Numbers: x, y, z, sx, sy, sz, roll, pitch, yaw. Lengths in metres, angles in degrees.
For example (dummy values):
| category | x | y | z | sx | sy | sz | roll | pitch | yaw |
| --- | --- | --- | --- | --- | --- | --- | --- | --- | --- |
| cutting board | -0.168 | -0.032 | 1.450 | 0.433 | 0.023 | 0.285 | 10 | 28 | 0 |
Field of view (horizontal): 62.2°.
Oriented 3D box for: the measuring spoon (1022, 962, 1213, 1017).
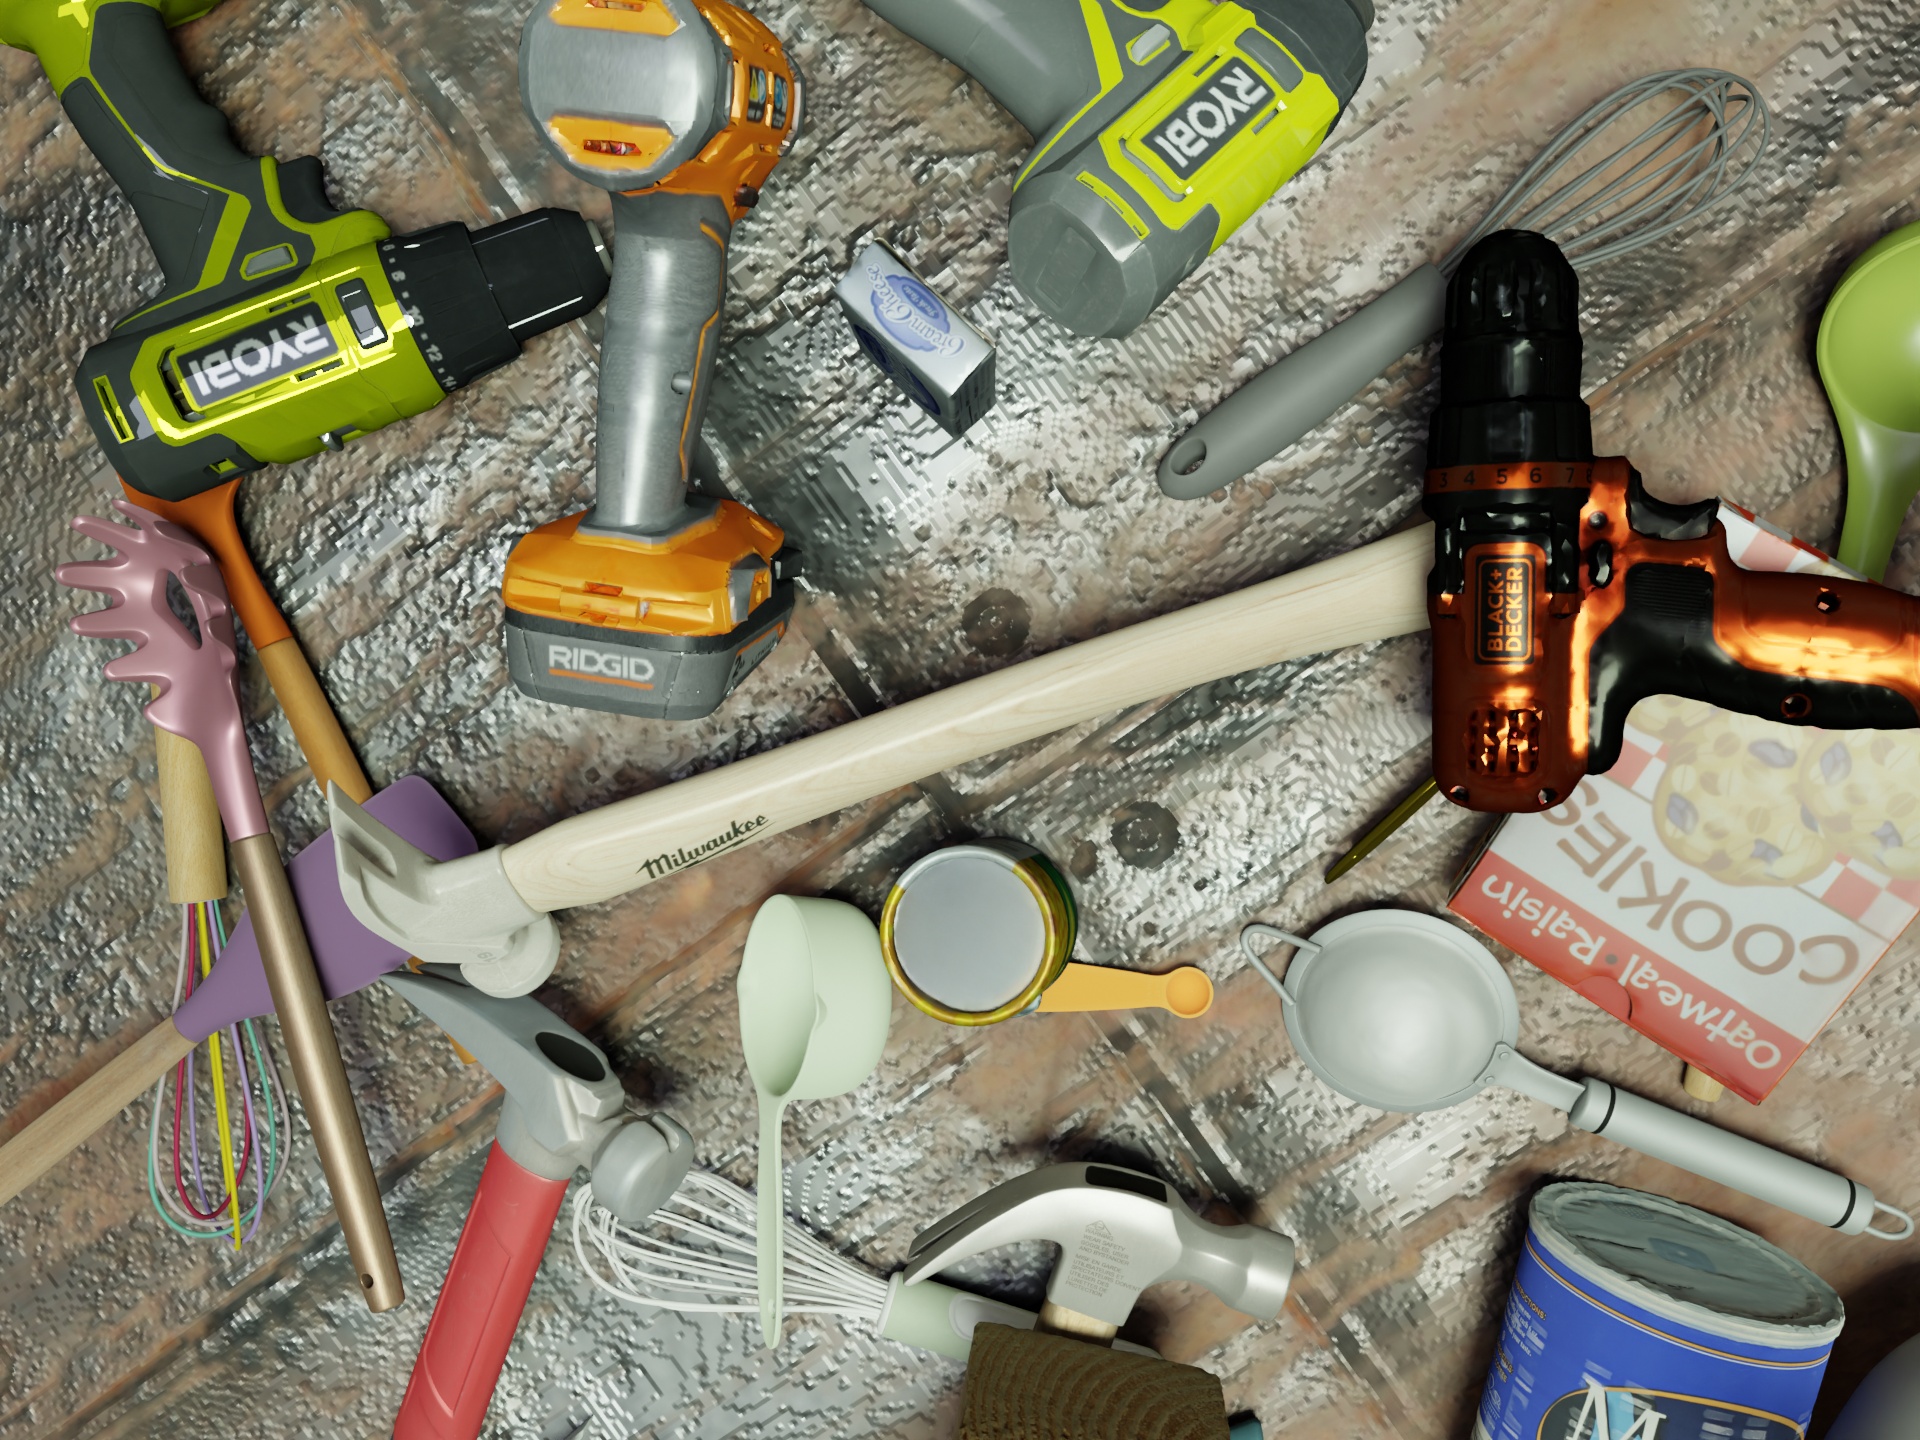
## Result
| category | x | y | z | sx | sy | sz | roll | pitch | yaw |
| --- | --- | --- | --- | --- | --- | --- | --- | --- | --- |
| measuring spoon | 0.040 | 0.103 | 0.622 | 0.117 | 0.011 | 0.021 | 1 | 88 | 11 |

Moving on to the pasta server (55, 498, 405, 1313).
| category | x | y | z | sx | sy | sz | roll | pitch | yaw |
| --- | --- | --- | --- | --- | --- | --- | --- | --- | --- |
| pasta server | -0.265 | 0.071 | 0.597 | 0.060 | 0.040 | 0.316 | -17 | 89 | 22 |

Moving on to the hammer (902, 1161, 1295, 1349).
| category | x | y | z | sx | sy | sz | roll | pitch | yaw |
| --- | --- | --- | --- | --- | --- | --- | --- | --- | --- |
| hammer | 0.007 | 0.319 | 0.601 | 0.130 | 0.031 | 0.331 | 20 | 100 | 2 |

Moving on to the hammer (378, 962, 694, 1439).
| category | x | y | z | sx | sy | sz | roll | pitch | yaw |
| --- | --- | --- | --- | --- | --- | --- | --- | --- | --- |
| hammer | -0.225 | 0.287 | 0.640 | 0.143 | 0.038 | 0.386 | 30 | 107 | 25 |

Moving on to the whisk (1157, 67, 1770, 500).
| category | x | y | z | sx | sy | sz | roll | pitch | yaw |
| --- | --- | --- | --- | --- | --- | --- | --- | --- | --- |
| whisk | 0.172 | -0.149 | 0.562 | 0.239 | 0.055 | 0.055 | -34 | 91 | 14 |

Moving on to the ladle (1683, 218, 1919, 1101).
| category | x | y | z | sx | sy | sz | roll | pitch | yaw |
| --- | --- | --- | --- | --- | --- | --- | --- | --- | --- |
| ladle | 0.305 | -0.013 | 0.553 | 0.078 | 0.062 | 0.320 | 14 | 100 | 12 |

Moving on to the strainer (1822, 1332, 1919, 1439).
| category | x | y | z | sx | sy | sz | roll | pitch | yaw |
| --- | --- | --- | --- | --- | --- | --- | --- | --- | --- |
| strainer | 0.298 | 0.259 | 0.493 | 0.095 | 0.340 | 0.211 | 21 | 88 | 49 |

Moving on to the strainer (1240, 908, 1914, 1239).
| category | x | y | z | sx | sy | sz | roll | pitch | yaw |
| --- | --- | --- | --- | --- | --- | --- | --- | --- | --- |
| strainer | 0.223 | 0.137 | 0.581 | 0.258 | 0.050 | 0.086 | 21 | 117 | 4 |

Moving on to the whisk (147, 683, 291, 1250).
| category | x | y | z | sx | sy | sz | roll | pitch | yaw |
| --- | --- | --- | --- | --- | --- | --- | --- | --- | --- |
| whisk | -0.311 | 0.095 | 0.651 | 0.051 | 0.047 | 0.245 | -5 | 91 | 0 |

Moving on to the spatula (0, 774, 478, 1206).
| category | x | y | z | sx | sy | sz | roll | pitch | yaw |
| --- | --- | --- | --- | --- | --- | --- | --- | --- | --- |
| spatula | -0.320 | 0.138 | 0.619 | 0.316 | 0.018 | 0.060 | -39 | 91 | -3 |

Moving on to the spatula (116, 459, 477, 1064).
| category | x | y | z | sx | sy | sz | roll | pitch | yaw |
| --- | --- | --- | --- | --- | --- | --- | --- | --- | --- |
| spatula | -0.261 | -0.010 | 0.642 | 0.081 | 0.041 | 0.322 | -23 | 97 | 8 |

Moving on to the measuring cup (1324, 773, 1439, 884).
| category | x | y | z | sx | sy | sz | roll | pitch | yaw |
| --- | --- | --- | --- | --- | --- | --- | --- | --- | --- |
| measuring cup | 0.180 | -0.001 | 0.578 | 0.156 | 0.062 | 0.029 | -49 | 67 | 20 |

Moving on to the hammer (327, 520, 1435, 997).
| category | x | y | z | sx | sy | sz | roll | pitch | yaw |
| --- | --- | --- | --- | --- | --- | --- | --- | --- | --- |
| hammer | -0.001 | -0.002 | 0.545 | 0.410 | 0.146 | 0.038 | -19 | 66 | -2 |

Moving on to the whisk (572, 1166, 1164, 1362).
| category | x | y | z | sx | sy | sz | roll | pitch | yaw |
| --- | --- | --- | --- | --- | --- | --- | --- | --- | --- |
| whisk | -0.036 | 0.226 | 0.626 | 0.246 | 0.058 | 0.059 | 17 | 133 | 1 |

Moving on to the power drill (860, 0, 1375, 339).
| category | x | y | z | sx | sy | sz | roll | pitch | yaw |
| --- | --- | --- | --- | --- | --- | --- | --- | --- | --- |
| power drill | 0.026 | -0.255 | 0.536 | 0.223 | 0.080 | 0.171 | 43 | 67 | 0 |

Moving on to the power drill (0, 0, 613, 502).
| category | x | y | z | sx | sy | sz | roll | pitch | yaw |
| --- | --- | --- | --- | --- | --- | --- | --- | --- | --- |
| power drill | -0.253 | -0.215 | 0.586 | 0.190 | 0.080 | 0.228 | -24 | 94 | -6 |

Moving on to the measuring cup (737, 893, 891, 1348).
| category | x | y | z | sx | sy | sz | roll | pitch | yaw |
| --- | --- | --- | --- | --- | --- | --- | --- | --- | --- |
| measuring cup | -0.055 | 0.149 | 0.599 | 0.038 | 0.083 | 0.167 | 3 | 87 | -28 |

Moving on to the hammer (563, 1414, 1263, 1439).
| category | x | y | z | sx | sy | sz | roll | pitch | yaw |
| --- | --- | --- | --- | --- | --- | --- | --- | --- | --- |
| hammer | -0.038 | 0.330 | 0.642 | 0.331 | 0.033 | 0.128 | -13 | 95 | 8 |

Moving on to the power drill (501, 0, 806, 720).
| category | x | y | z | sx | sy | sz | roll | pitch | yaw |
| --- | --- | --- | --- | --- | --- | --- | --- | --- | --- |
| power drill | -0.096 | -0.130 | 0.553 | 0.084 | 0.164 | 0.226 | 9 | 109 | 6 |
